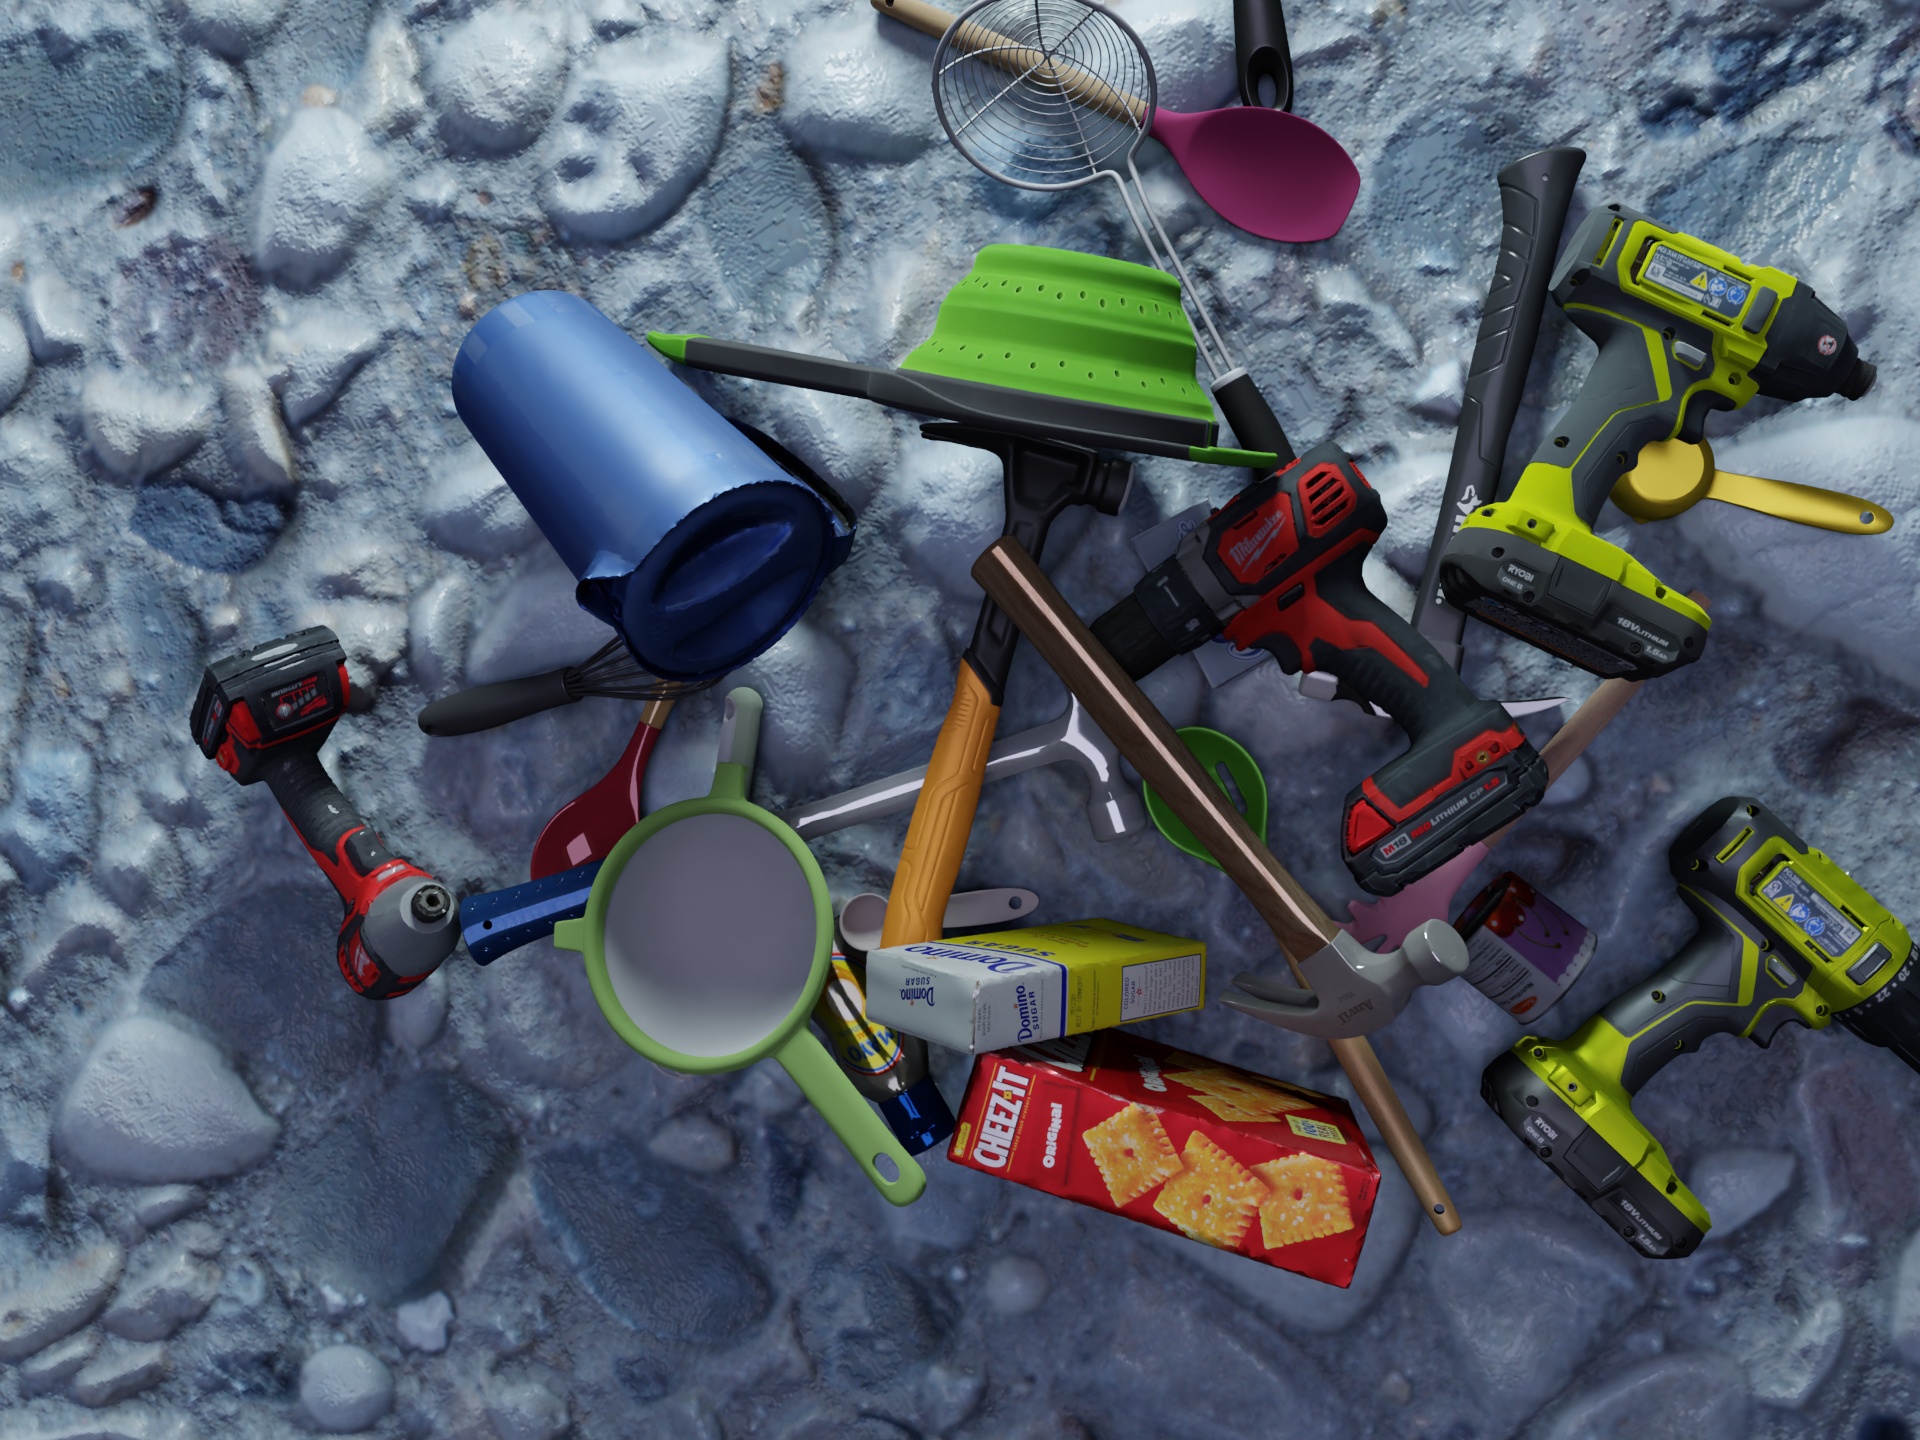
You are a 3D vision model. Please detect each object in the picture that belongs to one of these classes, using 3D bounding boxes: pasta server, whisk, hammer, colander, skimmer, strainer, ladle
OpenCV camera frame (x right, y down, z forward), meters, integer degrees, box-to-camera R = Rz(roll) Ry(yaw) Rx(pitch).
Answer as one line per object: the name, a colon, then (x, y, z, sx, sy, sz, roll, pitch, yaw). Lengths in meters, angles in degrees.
pasta server: (0.315, 0.048, 0.909, 0.060, 0.040, 0.316, 43, 97, 25)
whisk: (-0.243, -0.023, 0.983, 0.239, 0.055, 0.055, -13, 89, 22)
hammer: (0.119, 0.035, 0.866, 0.331, 0.031, 0.130, 50, 131, 7)
colander: (-0.013, -0.221, 0.893, 0.397, 0.204, 0.094, 16, 104, 27)
whisk: (0.160, -0.491, 0.914, 0.073, 0.073, 0.296, -8, 97, 10)
hammer: (-0.102, 0.058, 0.951, 0.405, 0.035, 0.144, -18, 88, 0)
hammer: (0.303, -0.159, 0.907, 0.146, 0.035, 0.335, 13, 93, 10)
skimmer: (0.110, -0.242, 0.905, 0.127, 0.090, 0.363, -28, 91, 40)
whisk: (-0.153, 0.101, 0.987, 0.059, 0.058, 0.246, 10, 88, -32)
strainer: (-0.097, 0.158, 0.877, 0.151, 0.069, 0.256, -44, 73, 8)
ladle: (-0.186, -0.022, 0.998, 0.069, 0.031, 0.315, 26, 94, 14)
hammer: (-0.001, -0.003, 0.916, 0.127, 0.034, 0.337, 15, 88, 1)

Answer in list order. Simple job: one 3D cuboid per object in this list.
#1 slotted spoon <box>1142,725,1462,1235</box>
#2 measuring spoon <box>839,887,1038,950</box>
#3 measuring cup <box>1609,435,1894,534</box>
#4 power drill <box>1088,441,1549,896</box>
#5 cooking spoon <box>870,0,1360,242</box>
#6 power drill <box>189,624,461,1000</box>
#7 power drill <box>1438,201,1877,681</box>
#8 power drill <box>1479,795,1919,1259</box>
slotted spoon: (0.195, 0.142, 0.902, 0.070, 0.031, 0.314, -31, 71, 13)
measuring spoon: (-0.013, 0.116, 0.963, 0.124, 0.018, 0.034, -5, 88, -14)
measuring cup: (0.441, -0.129, 0.886, 0.156, 0.029, 0.062, 15, 94, 11)
power drill: (0.190, -0.015, 0.878, 0.188, 0.080, 0.227, -36, 85, 15)
cooking spoon: (0.087, -0.369, 0.945, 0.319, 0.017, 0.068, 28, 118, 8)
power drill: (-0.381, 0.061, 0.980, 0.220, 0.078, 0.143, 59, 142, 3)
power drill: (0.369, -0.141, 0.846, 0.171, 0.080, 0.223, 26, 89, 3)
power drill: (0.424, 0.182, 0.876, 0.190, 0.080, 0.228, 44, 95, 6)
